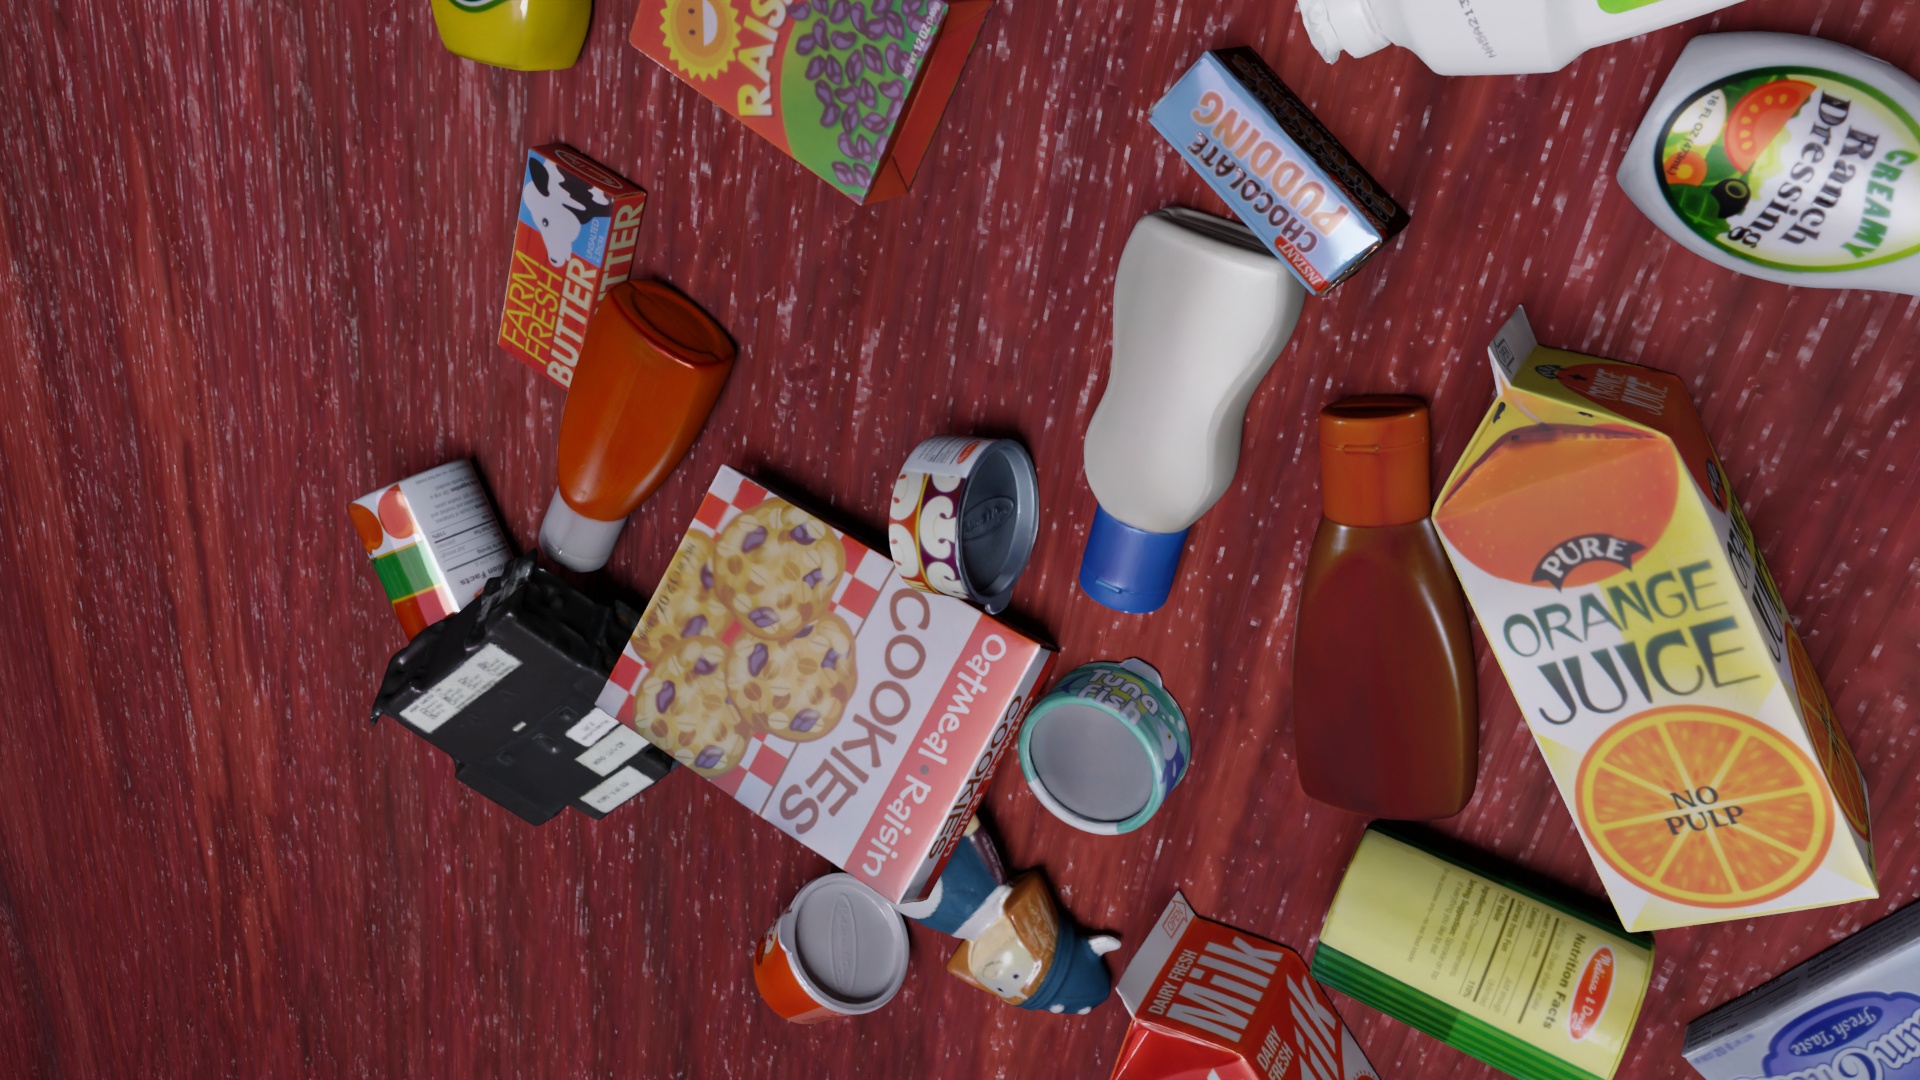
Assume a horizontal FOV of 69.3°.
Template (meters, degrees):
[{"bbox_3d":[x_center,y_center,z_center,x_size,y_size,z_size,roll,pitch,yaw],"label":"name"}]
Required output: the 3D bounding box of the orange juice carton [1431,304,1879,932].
[{"bbox_3d":[0.211,0.018,0.437,0.073,0.072,0.192,-23,97,35],"label":"orange juice carton"}]

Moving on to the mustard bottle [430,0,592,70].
[{"bbox_3d":[-0.186,-0.278,0.568,0.065,0.049,0.159,18,118,22],"label":"mustard bottle"}]

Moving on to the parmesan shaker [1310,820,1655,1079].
[{"bbox_3d":[0.190,0.151,0.510,0.103,0.071,0.071,22,119,23],"label":"parmesan shaker"}]

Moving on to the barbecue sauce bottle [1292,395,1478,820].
[{"bbox_3d":[0.149,0.024,0.494,0.065,0.044,0.148,3,110,30],"label":"barbecue sauce bottle"}]

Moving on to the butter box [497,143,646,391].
[{"bbox_3d":[-0.182,-0.125,0.644,0.053,0.024,0.103,32,122,17],"label":"butter box"}]

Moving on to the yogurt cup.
[{"bbox_3d":[-0.067,0.205,0.687,0.072,0.073,0.053,51,134,3],"label":"yogurt cup"}]

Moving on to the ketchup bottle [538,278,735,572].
[{"bbox_3d":[-0.160,-0.047,0.650,0.065,0.044,0.148,40,125,9],"label":"ketchup bottle"}]

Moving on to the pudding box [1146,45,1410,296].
[{"bbox_3d":[0.105,-0.122,0.457,0.084,0.050,0.030,49,124,5],"label":"pudding box"}]

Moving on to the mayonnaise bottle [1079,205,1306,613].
[{"bbox_3d":[0.077,-0.043,0.512,0.065,0.041,0.147,25,122,22],"label":"mayonnaise bottle"}]

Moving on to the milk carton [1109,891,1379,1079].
[{"bbox_3d":[0.130,0.244,0.579,0.073,0.073,0.190,-32,92,36],"label":"milk carton"}]

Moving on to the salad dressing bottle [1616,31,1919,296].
[{"bbox_3d":[0.261,-0.090,0.380,0.148,0.044,0.064,30,123,18],"label":"salad dressing bottle"}]

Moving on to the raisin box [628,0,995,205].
[{"bbox_3d":[-0.060,-0.199,0.531,0.123,0.040,0.085,37,125,12],"label":"raisin box"}]

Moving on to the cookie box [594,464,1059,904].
[{"bbox_3d":[-0.059,0.060,0.604,0.167,0.040,0.123,29,91,18],"label":"cookie box"}]

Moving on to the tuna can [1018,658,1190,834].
[{"bbox_3d":[0.060,0.085,0.579,0.071,0.033,0.070,12,116,27],"label":"tuna can"}]

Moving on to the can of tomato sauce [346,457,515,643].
[{"bbox_3d":[-0.273,0.007,0.726,0.071,0.071,0.083,-17,100,35],"label":"can of tomato sauce"}]

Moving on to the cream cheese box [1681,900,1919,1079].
[{"bbox_3d":[0.306,0.168,0.470,0.053,0.024,0.103,45,125,7],"label":"cream cheese box"}]

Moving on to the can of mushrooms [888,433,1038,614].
[{"bbox_3d":[0.002,-0.007,0.555,0.033,0.071,0.070,8,114,29],"label":"can of mushrooms"}]
